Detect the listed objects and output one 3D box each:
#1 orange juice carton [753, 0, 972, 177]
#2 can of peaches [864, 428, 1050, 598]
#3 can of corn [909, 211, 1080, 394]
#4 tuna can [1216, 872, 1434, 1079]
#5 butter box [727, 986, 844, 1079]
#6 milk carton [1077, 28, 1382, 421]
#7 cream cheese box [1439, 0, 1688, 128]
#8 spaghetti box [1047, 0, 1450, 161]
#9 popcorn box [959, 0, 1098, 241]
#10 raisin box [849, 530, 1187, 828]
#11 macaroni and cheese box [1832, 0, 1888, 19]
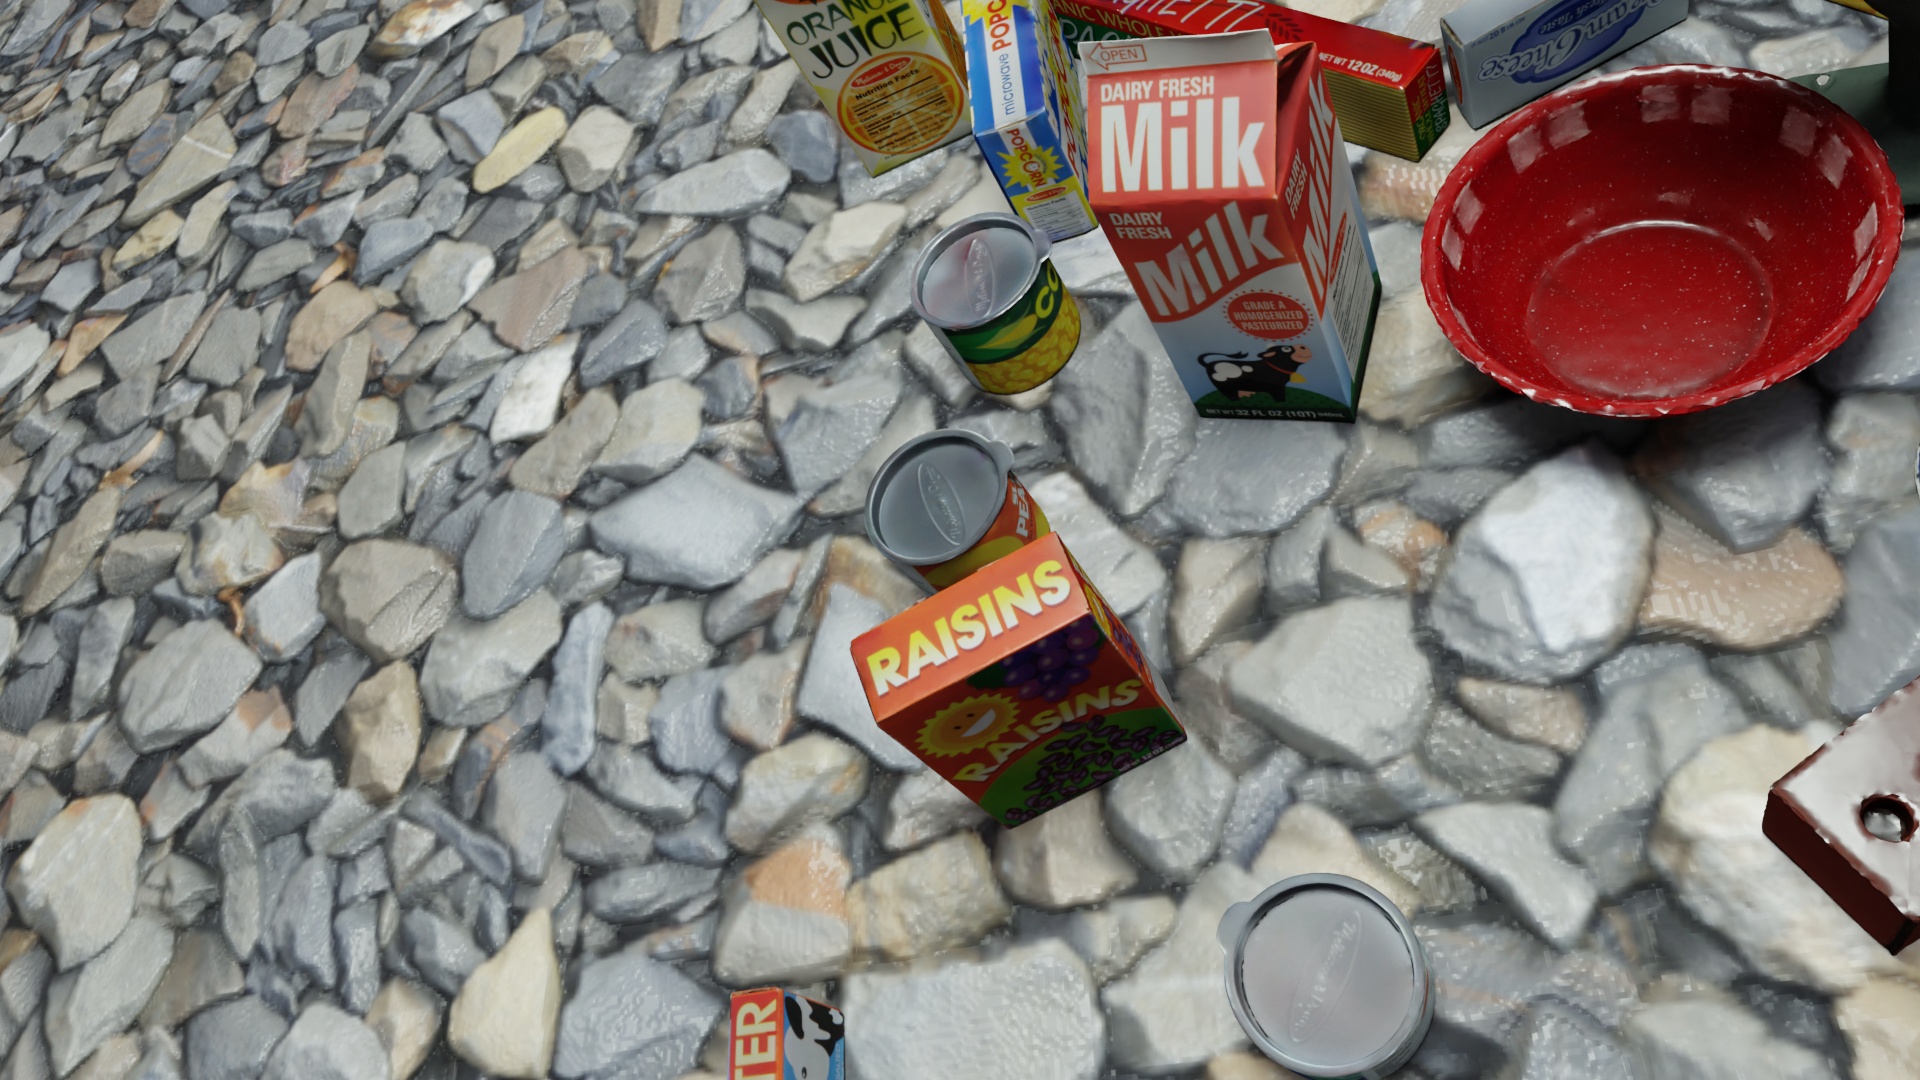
[{"bbox_3d":[-0.061,-0.287,0.716,0.073,0.192,0.072,-21,56,15],"label":"orange juice carton"},{"bbox_3d":[0.002,-0.008,0.608,0.071,0.058,0.071,-12,58,20],"label":"can of peaches"},{"bbox_3d":[0.020,-0.113,0.660,0.071,0.058,0.071,-12,58,20],"label":"can of corn"},{"bbox_3d":[0.124,0.149,0.474,0.071,0.032,0.071,-12,58,20],"label":"tuna can"},{"bbox_3d":[-0.064,0.222,0.512,0.024,0.053,0.104,-15,57,19],"label":"butter box"},{"bbox_3d":[0.108,-0.126,0.542,0.072,0.190,0.074,5,66,29],"label":"milk carton"},{"bbox_3d":[0.266,-0.230,0.610,0.104,0.053,0.024,-27,54,10],"label":"cream cheese box"},{"bbox_3d":[0.124,-0.247,0.692,0.250,0.050,0.029,32,80,36],"label":"spaghetti box"},{"bbox_3d":[0.034,-0.224,0.701,0.038,0.085,0.127,-16,57,18],"label":"popcorn box"},{"bbox_3d":[0.026,0.056,0.520,0.086,0.123,0.040,-28,54,10],"label":"raisin box"},{"bbox_3d":[0.362,-0.268,0.514,0.040,0.166,0.124,-45,53,-3],"label":"macaroni and cheese box"}]
